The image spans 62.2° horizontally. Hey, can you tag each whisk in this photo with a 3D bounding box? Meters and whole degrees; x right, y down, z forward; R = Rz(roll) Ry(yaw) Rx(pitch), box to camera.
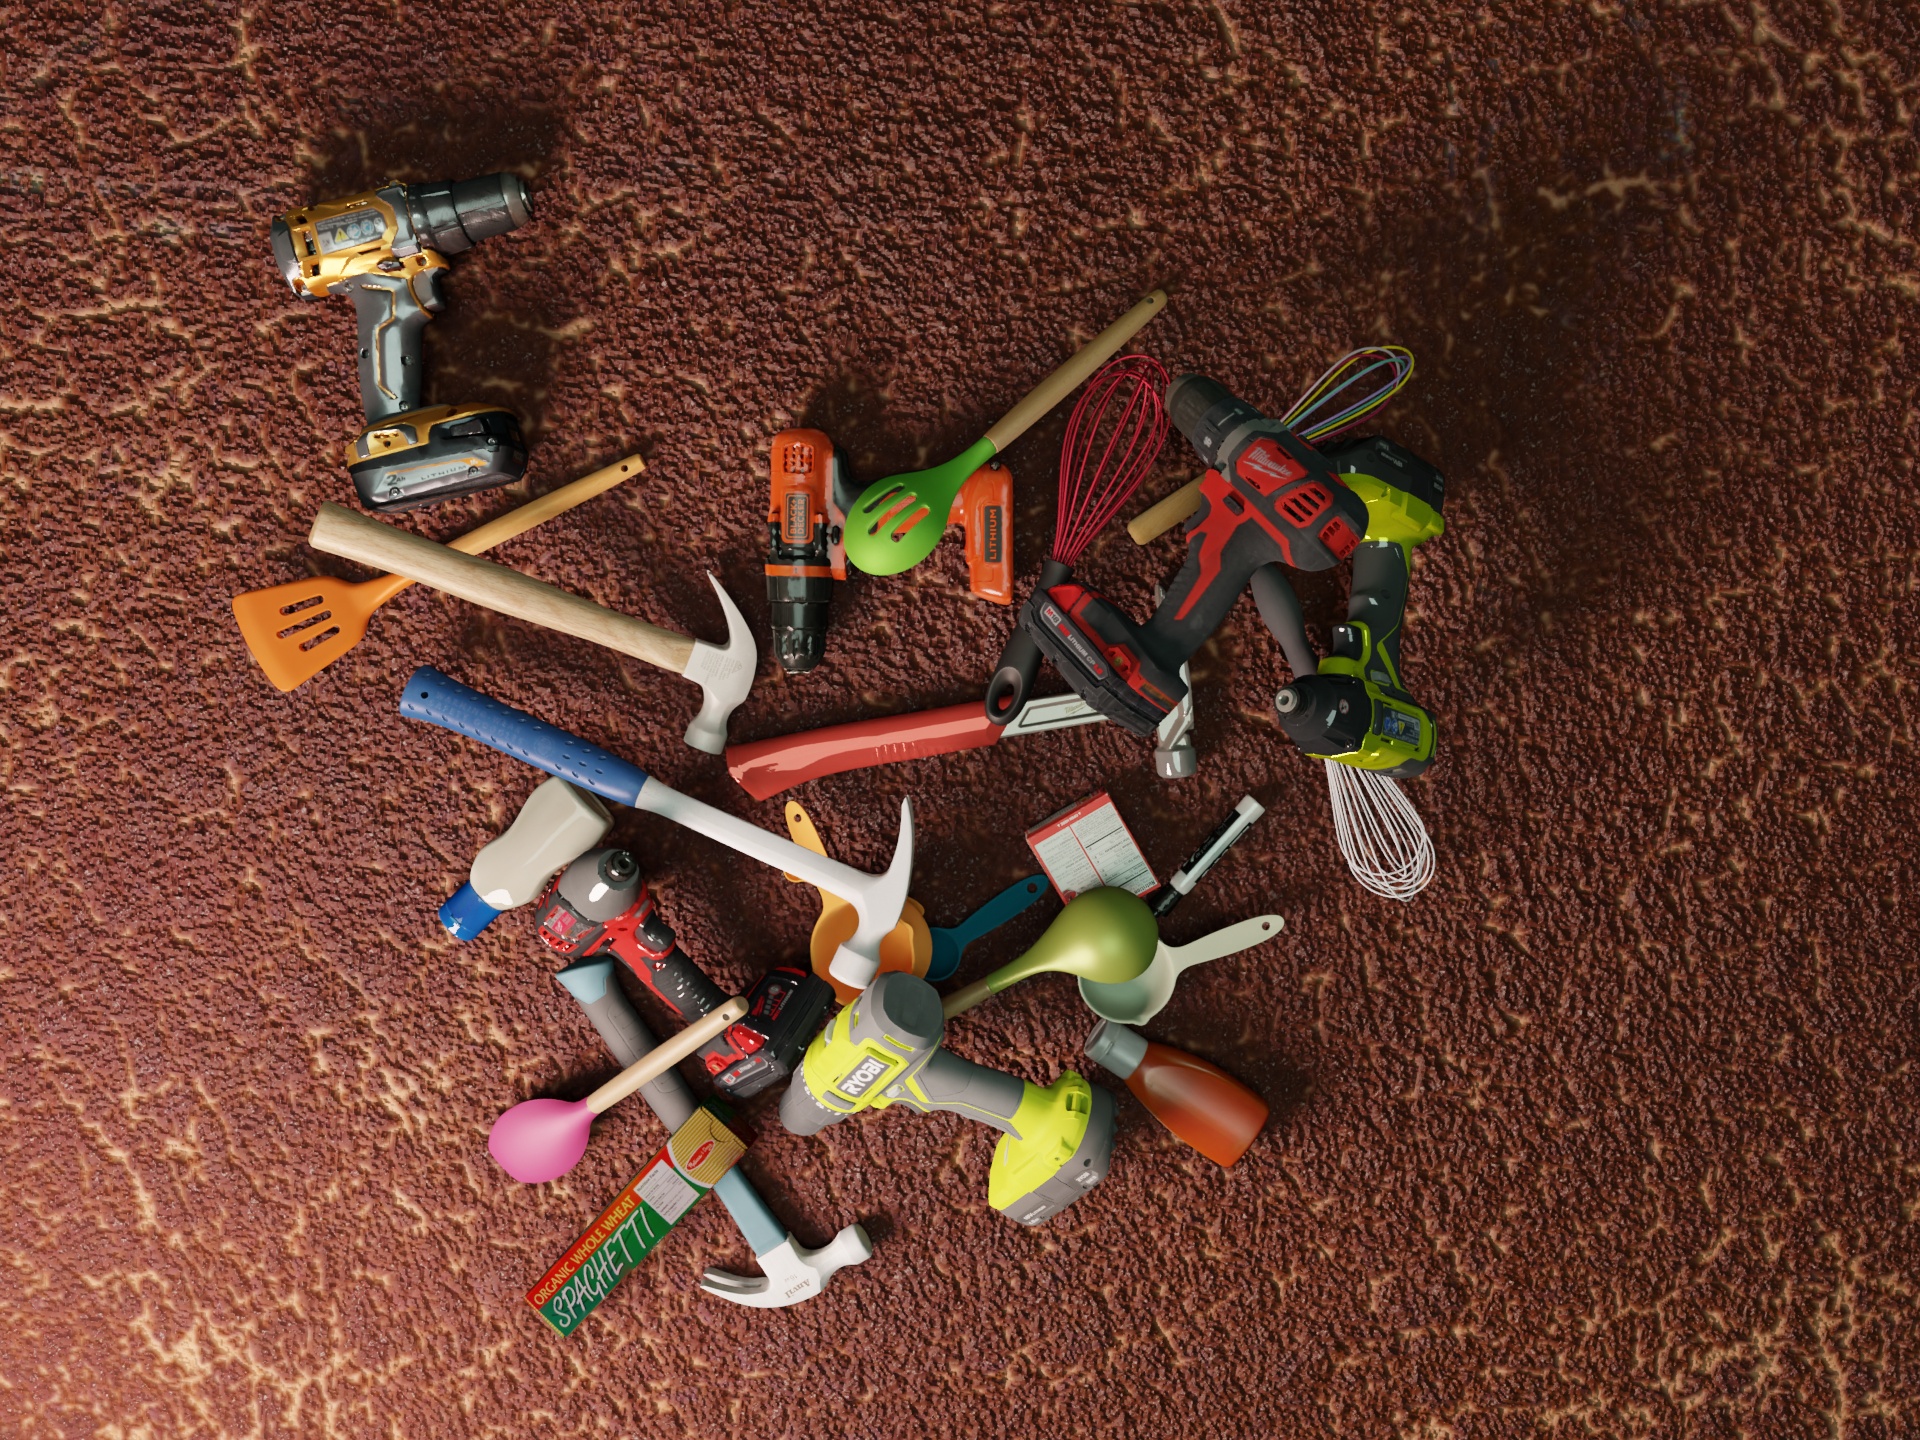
[{"bbox_3d":[0.287,0.009,1.218,0.070,0.070,0.284,-25,93,3],"label":"whisk"},{"bbox_3d":[0.232,-0.207,1.199,0.245,0.051,0.047,-33,76,8],"label":"whisk"},{"bbox_3d":[0.082,-0.133,1.179,0.073,0.073,0.296,22,92,-3],"label":"whisk"}]

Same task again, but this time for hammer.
[{"bbox_3d":[-0.002,-0.004,1.222,0.359,0.037,0.149,-9,98,0],"label":"hammer"},{"bbox_3d":[-0.224,0.052,1.184,0.405,0.035,0.144,24,90,4],"label":"hammer"},{"bbox_3d":[-0.307,-0.088,1.174,0.331,0.031,0.130,21,95,-18],"label":"hammer"},{"bbox_3d":[-0.212,0.325,1.267,0.128,0.033,0.331,-33,97,3],"label":"hammer"}]

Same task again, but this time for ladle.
[{"bbox_3d":[0.008,0.219,1.232,0.320,0.062,0.078,-30,53,18],"label":"ladle"}]

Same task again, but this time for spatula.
[{"bbox_3d":[-0.385,-0.126,1.201,0.322,0.041,0.081,-26,96,2],"label":"spatula"}]

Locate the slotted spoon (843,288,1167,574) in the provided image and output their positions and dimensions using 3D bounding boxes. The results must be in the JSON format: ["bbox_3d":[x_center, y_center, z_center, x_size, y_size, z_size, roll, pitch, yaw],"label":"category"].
[{"bbox_3d":[0.038,-0.218,1.155,0.314,0.031,0.070,-42,71,-14],"label":"slotted spoon"}]

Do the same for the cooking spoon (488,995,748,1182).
[{"bbox_3d":[-0.262,0.280,1.201,0.319,0.017,0.068,-37,98,31],"label":"cooking spoon"}]

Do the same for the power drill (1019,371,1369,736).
[{"bbox_3d":[0.149,-0.122,1.108,0.226,0.080,0.188,-46,54,13],"label":"power drill"}]

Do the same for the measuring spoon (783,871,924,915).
[{"bbox_3d":[-0.083,0.132,1.255,0.117,0.011,0.021,19,107,-6],"label":"measuring spoon"}]

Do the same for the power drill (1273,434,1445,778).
[{"bbox_3d":[0.282,-0.080,1.135,0.171,0.080,0.223,15,76,-45],"label":"power drill"}]

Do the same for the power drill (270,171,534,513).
[{"bbox_3d":[-0.383,-0.282,1.163,0.185,0.084,0.226,-15,93,0],"label":"power drill"}]

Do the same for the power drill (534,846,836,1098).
[{"bbox_3d":[-0.211,0.180,1.193,0.219,0.143,0.079,39,52,-8],"label":"power drill"}]

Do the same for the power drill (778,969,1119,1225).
[{"bbox_3d":[-0.014,0.295,1.211,0.228,0.080,0.190,29,130,-14],"label":"power drill"}]

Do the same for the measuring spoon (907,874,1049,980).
[{"bbox_3d":[0.015,0.160,1.258,0.128,0.021,0.042,-33,86,-5],"label":"measuring spoon"}]

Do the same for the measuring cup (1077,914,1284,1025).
[{"bbox_3d":[0.171,0.181,1.249,0.167,0.038,0.083,-19,97,0],"label":"measuring cup"}]

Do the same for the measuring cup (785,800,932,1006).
[{"bbox_3d":[-0.084,0.138,1.229,0.095,0.052,0.174,-30,81,21],"label":"measuring cup"}]
